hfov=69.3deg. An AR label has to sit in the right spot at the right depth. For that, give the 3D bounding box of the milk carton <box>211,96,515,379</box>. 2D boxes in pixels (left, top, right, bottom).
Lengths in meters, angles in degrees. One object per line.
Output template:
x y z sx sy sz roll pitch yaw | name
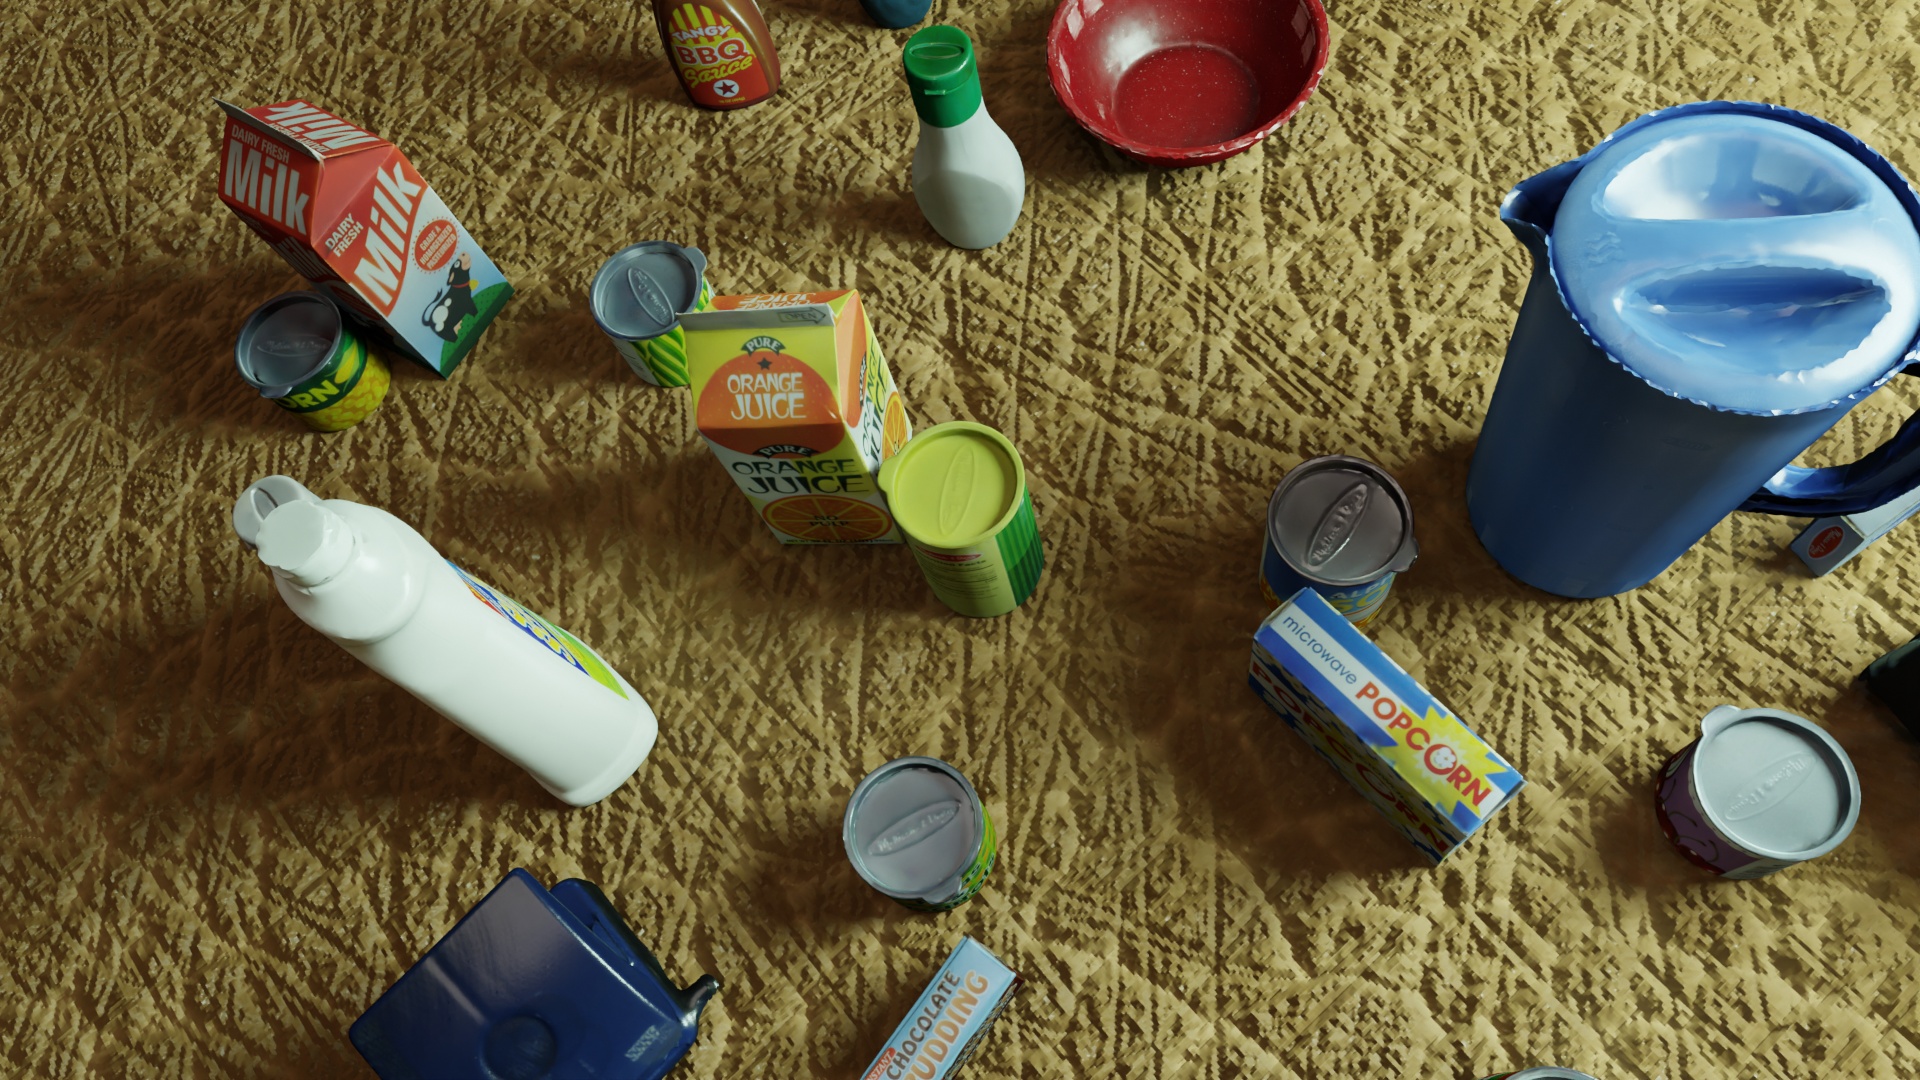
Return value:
-0.336 -0.175 0.777 0.072 0.190 0.073 27 75 18 | milk carton

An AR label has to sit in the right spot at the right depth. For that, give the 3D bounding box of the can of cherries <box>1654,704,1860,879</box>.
0.353 0.112 0.622 0.071 0.058 0.072 -3 67 8 | can of cherries

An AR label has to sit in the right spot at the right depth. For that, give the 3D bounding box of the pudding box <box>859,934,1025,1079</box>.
-0.008 0.225 0.637 0.030 0.049 0.084 34 77 20 | pudding box

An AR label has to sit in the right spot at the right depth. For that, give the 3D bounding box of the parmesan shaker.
0.003 -0.009 0.703 0.071 0.102 0.071 -3 68 8 | parmesan shaker

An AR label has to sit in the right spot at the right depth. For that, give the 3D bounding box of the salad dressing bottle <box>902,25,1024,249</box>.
-0.001 -0.219 0.767 0.064 0.147 0.044 4 69 11 | salad dressing bottle

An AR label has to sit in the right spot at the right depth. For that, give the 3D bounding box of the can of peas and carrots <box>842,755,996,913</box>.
-0.017 0.144 0.666 0.071 0.058 0.071 -3 67 8 | can of peas and carrots

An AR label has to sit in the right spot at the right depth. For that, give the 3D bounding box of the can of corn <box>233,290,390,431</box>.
-0.385 -0.103 0.827 0.071 0.058 0.071 -3 67 8 | can of corn

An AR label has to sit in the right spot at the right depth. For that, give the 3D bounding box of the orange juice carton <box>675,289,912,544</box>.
-0.077 -0.065 0.690 0.072 0.192 0.073 -1 68 9 | orange juice carton

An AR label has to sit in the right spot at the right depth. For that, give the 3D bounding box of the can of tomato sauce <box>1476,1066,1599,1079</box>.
0.235 0.253 0.569 0.071 0.083 0.071 -3 68 8 | can of tomato sauce

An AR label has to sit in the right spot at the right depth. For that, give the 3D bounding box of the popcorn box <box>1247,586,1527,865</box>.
0.191 0.087 0.643 0.038 0.085 0.127 -41 68 -8 | popcorn box

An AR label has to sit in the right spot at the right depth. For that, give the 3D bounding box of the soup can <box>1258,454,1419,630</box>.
0.183 0.007 0.679 0.071 0.083 0.071 -3 68 8 | soup can

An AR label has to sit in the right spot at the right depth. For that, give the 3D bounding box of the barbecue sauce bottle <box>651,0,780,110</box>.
-0.156 -0.323 0.833 0.065 0.148 0.044 -6 67 7 | barbecue sauce bottle

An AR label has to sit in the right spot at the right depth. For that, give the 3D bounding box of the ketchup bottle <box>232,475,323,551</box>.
-0.315 0.013 0.719 0.043 0.148 0.065 -40 68 -8 | ketchup bottle

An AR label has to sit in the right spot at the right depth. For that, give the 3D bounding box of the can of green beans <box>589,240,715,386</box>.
-0.173 -0.130 0.806 0.071 0.057 0.071 -3 67 8 | can of green beans

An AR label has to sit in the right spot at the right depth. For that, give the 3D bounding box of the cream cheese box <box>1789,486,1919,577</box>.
0.454 -0.027 0.667 0.104 0.053 0.024 -33 67 -5 | cream cheese box
